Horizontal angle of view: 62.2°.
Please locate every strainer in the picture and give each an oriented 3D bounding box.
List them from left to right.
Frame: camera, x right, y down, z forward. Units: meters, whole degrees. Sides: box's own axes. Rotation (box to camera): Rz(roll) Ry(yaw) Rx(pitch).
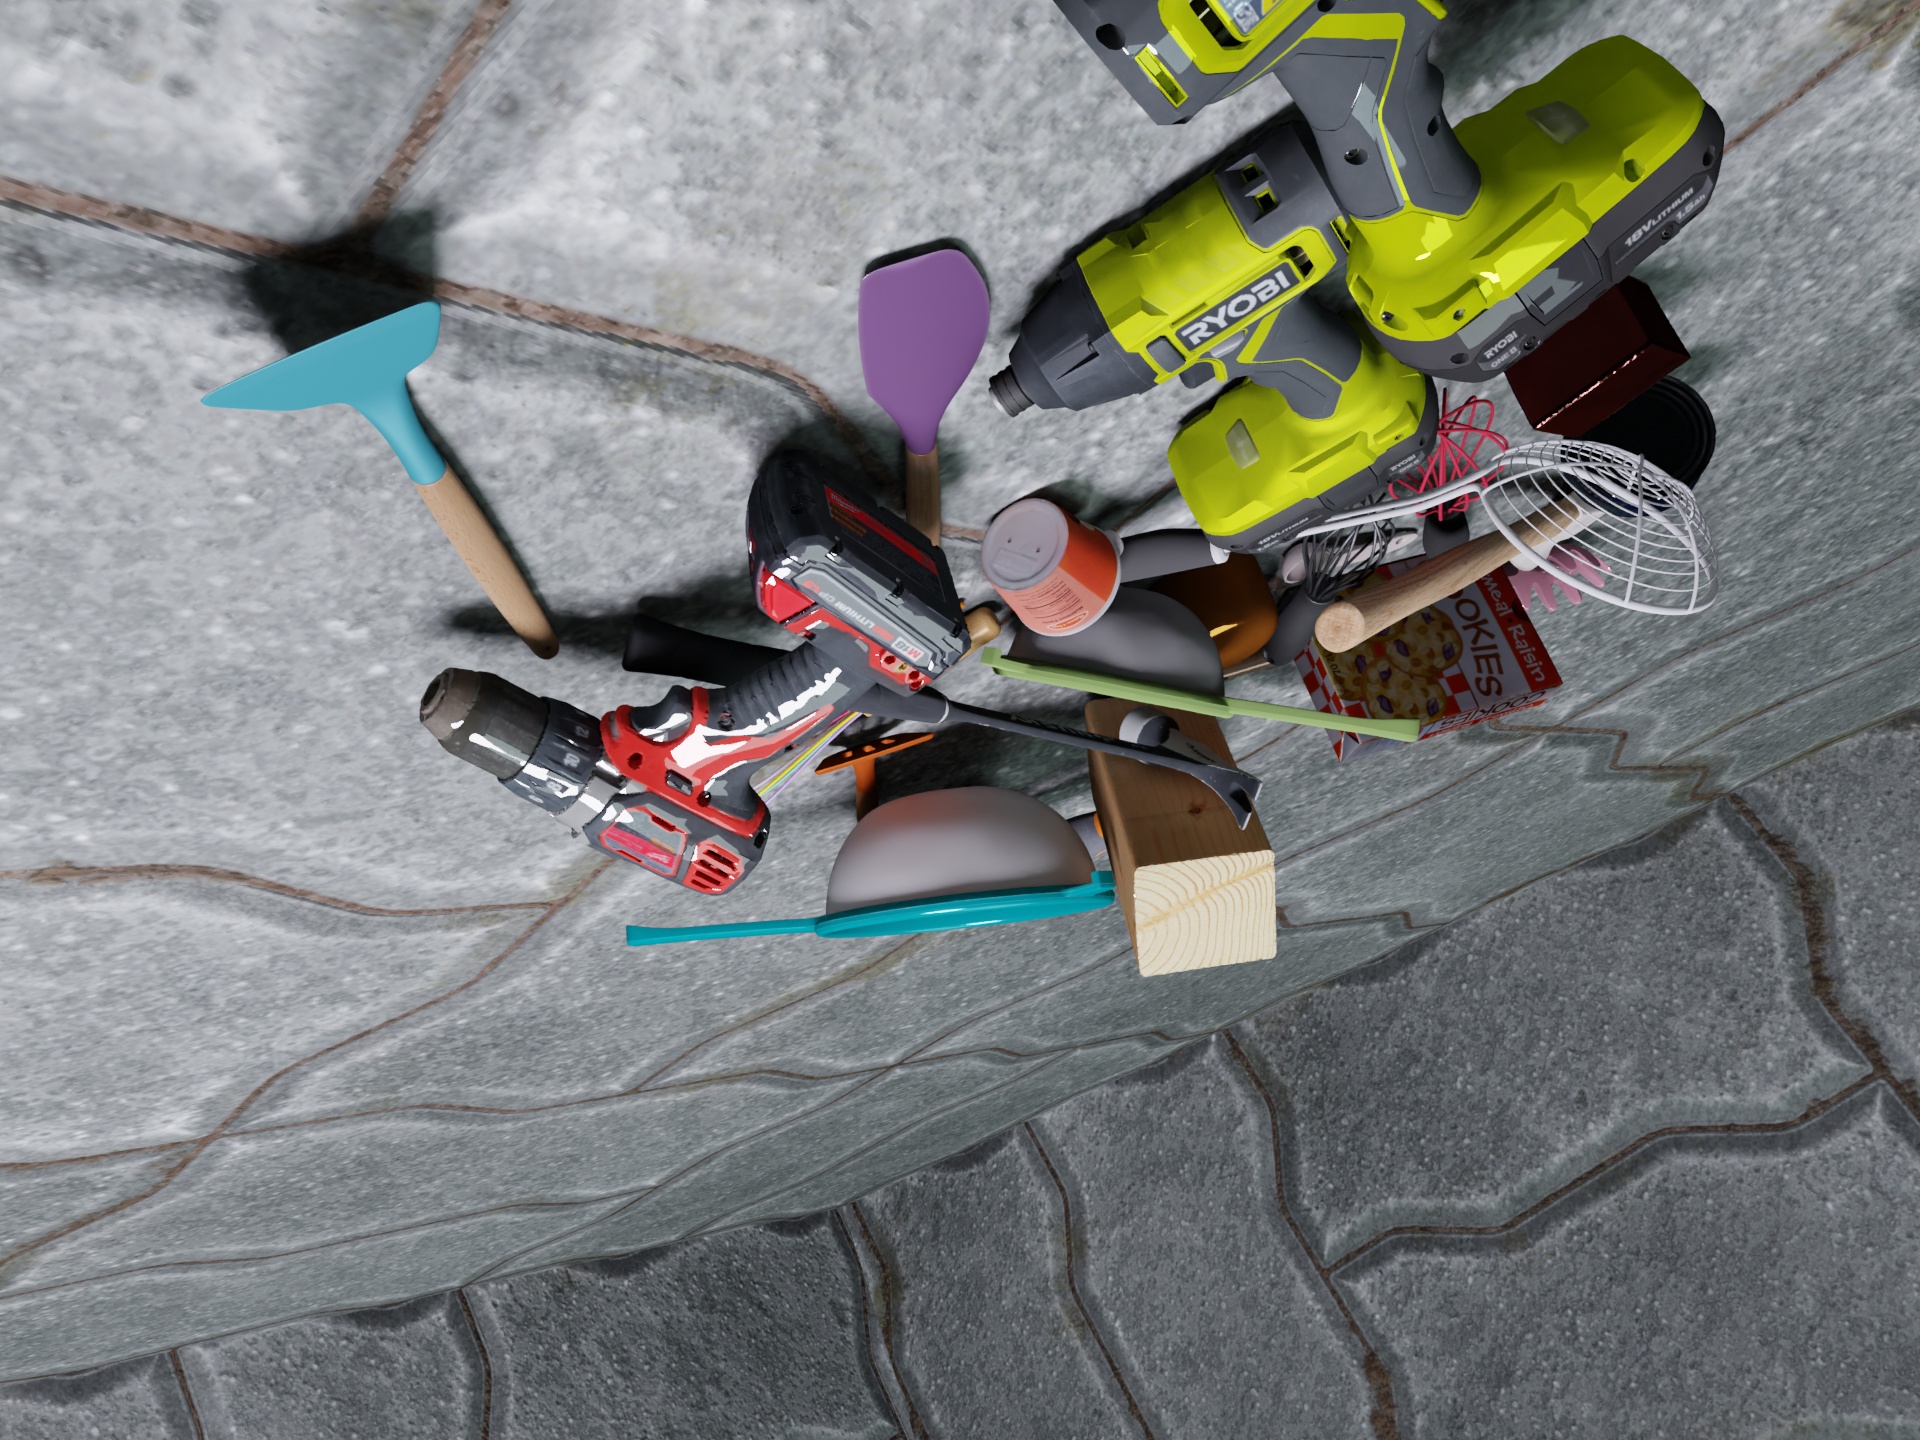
[{"bbox_3d":[-0.065,0.101,1.116,0.340,0.095,0.211,-5,170,-3],"label":"strainer"},{"bbox_3d":[0.148,-0.039,0.955,0.256,0.069,0.151,10,-179,16],"label":"strainer"}]

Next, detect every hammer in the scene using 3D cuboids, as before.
[{"bbox_3d":[-0.001,-0.003,0.917,0.408,0.149,0.036,12,103,-32],"label":"hammer"},{"bbox_3d":[0.334,-0.106,1.020,0.331,0.031,0.130,-24,166,-40],"label":"hammer"}]

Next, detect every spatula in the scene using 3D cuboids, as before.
[{"bbox_3d":[-0.212,-0.083,0.666,0.082,0.044,0.317,-26,161,-8],"label":"spatula"},{"bbox_3d":[-0.066,0.063,1.164,0.081,0.041,0.322,-18,160,-9],"label":"spatula"},{"bbox_3d":[-0.017,-0.124,0.783,0.060,0.018,0.315,-18,158,-9],"label":"spatula"}]

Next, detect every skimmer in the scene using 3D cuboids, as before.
[{"bbox_3d":[0.206,-0.080,0.861,0.363,0.090,0.127,-9,-150,27],"label":"skimmer"}]

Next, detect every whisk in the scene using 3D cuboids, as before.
[{"bbox_3d":[-0.082,-0.004,0.994,0.245,0.051,0.047,-31,-162,14],"label":"whisk"},{"bbox_3d":[0.227,-0.086,1.019,0.055,0.055,0.238,-17,162,-9],"label":"whisk"},{"bbox_3d":[0.299,-0.141,0.986,0.073,0.073,0.295,-26,165,13],"label":"whisk"}]

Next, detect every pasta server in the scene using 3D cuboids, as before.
[{"bbox_3d":[0.336,-0.075,1.202,0.316,0.040,0.060,-18,153,-4],"label":"pasta server"}]

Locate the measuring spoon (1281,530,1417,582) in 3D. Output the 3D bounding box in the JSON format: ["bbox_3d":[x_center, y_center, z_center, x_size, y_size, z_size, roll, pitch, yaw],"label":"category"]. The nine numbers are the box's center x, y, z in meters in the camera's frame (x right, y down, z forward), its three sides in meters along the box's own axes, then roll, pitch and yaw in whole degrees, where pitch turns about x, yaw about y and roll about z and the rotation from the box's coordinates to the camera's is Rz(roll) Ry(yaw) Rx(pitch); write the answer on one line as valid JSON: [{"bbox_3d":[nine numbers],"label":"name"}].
[{"bbox_3d":[0.262,-0.117,1.071,0.124,0.018,0.034,-16,157,-32],"label":"measuring spoon"}]

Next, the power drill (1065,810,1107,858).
[{"bbox_3d":[0.097,0.088,1.280,0.226,0.084,0.164,-11,160,-6],"label":"power drill"}]

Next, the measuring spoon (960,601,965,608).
[{"bbox_3d":[-0.045,-0.037,0.957,0.117,0.011,0.021,-32,176,9],"label":"measuring spoon"}]

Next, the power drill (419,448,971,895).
[{"bbox_3d":[-0.127,-0.022,0.766,0.187,0.080,0.226,32,116,-33],"label":"power drill"}]

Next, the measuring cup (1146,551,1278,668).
[{"bbox_3d":[0.161,-0.048,1.083,0.095,0.052,0.173,-16,157,-12],"label":"measuring cup"}]

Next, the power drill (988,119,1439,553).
[{"bbox_3d":[0.126,-0.163,0.745,0.171,0.080,0.223,-30,153,20],"label":"power drill"}]

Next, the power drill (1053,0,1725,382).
[{"bbox_3d":[0.166,-0.236,0.534,0.190,0.080,0.228,-39,135,19],"label":"power drill"}]
